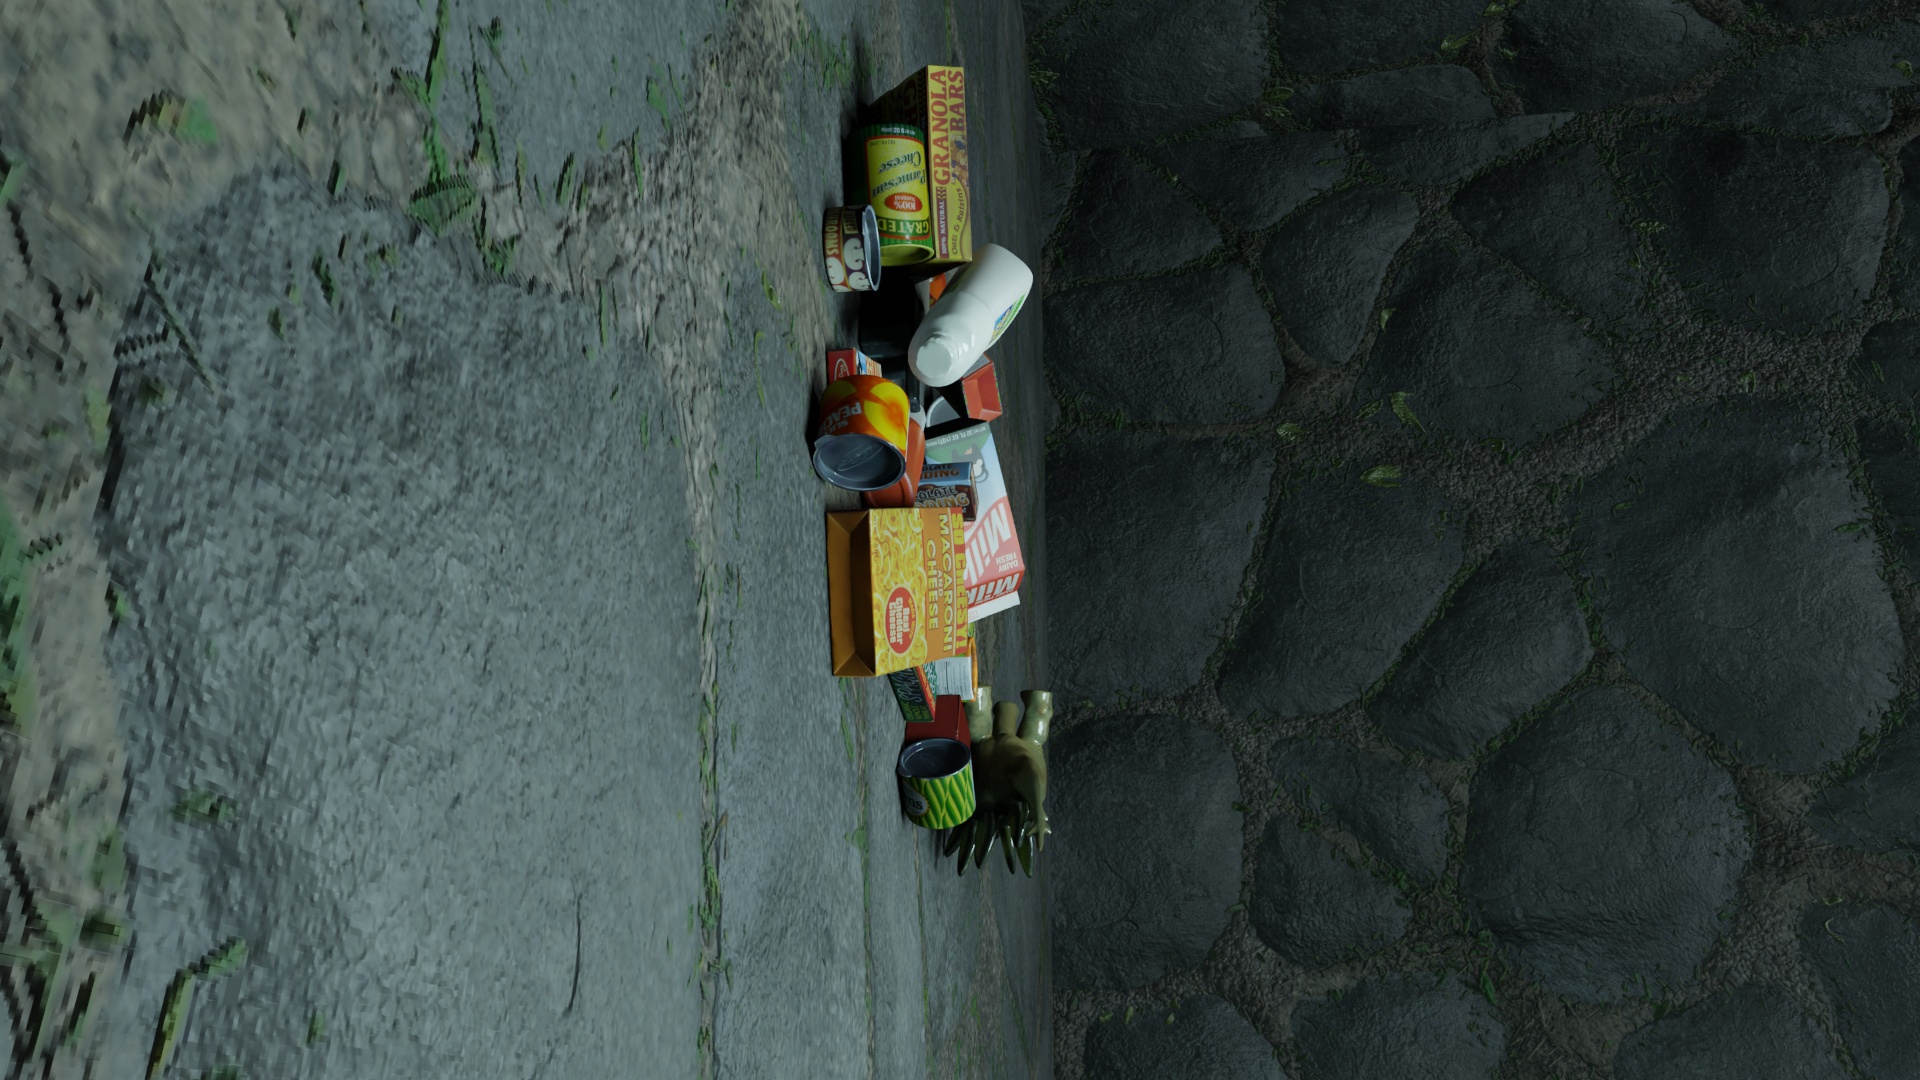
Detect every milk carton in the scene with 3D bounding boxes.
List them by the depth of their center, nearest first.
[{"bbox_3d":[0.005,-0.017,1.334,0.073,0.072,0.190,17,-56,67],"label":"milk carton"}]

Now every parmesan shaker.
[{"bbox_3d":[-0.062,-0.285,1.148,0.071,0.071,0.103,20,65,-82],"label":"parmesan shaker"}]

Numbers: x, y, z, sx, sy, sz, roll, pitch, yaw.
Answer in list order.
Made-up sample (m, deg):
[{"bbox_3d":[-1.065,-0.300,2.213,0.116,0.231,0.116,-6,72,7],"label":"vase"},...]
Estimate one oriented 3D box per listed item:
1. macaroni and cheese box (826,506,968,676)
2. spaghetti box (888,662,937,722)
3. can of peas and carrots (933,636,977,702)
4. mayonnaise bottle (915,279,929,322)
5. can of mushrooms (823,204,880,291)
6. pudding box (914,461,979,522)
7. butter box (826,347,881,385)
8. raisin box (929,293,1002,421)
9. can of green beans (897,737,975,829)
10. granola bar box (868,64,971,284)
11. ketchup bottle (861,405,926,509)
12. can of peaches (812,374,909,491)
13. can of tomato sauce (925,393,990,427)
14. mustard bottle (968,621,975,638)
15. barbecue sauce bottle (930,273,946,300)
[{"bbox_3d":[-0.045,0.036,1.082,0.167,0.040,0.123,-5,92,-65],"label":"macaroni and cheese box"},{"bbox_3d":[-0.053,0.085,1.222,0.248,0.029,0.050,76,14,-56],"label":"spaghetti box"},{"bbox_3d":[-0.015,0.128,1.386,0.071,0.059,0.071,-5,93,-83],"label":"can of peas and carrots"},{"bbox_3d":[-0.051,-0.233,1.314,0.064,0.041,0.148,66,24,-71],"label":"mayonnaise bottle"},{"bbox_3d":[-0.084,-0.228,1.077,0.071,0.033,0.071,-5,93,-83],"label":"can of mushrooms"},{"bbox_3d":[-0.028,-0.042,1.246,0.030,0.084,0.049,-84,169,-50],"label":"pudding box"},{"bbox_3d":[-0.081,-0.118,1.091,0.103,0.024,0.053,-1,88,-83],"label":"butter box"},{"bbox_3d":[-0.011,-0.179,1.363,0.124,0.040,0.085,51,-12,29],"label":"raisin box"},{"bbox_3d":[-0.021,0.223,1.276,0.071,0.071,0.057,-77,164,-64],"label":"can of green beans"},{"bbox_3d":[-0.037,-0.317,1.220,0.124,0.039,0.165,-2,-89,63],"label":"granola bar box"},{"bbox_3d":[-0.055,-0.077,1.206,0.149,0.043,0.064,-81,158,-60],"label":"ketchup bottle"},{"bbox_3d":[-0.072,-0.078,0.997,0.071,0.071,0.058,78,12,-54],"label":"can of peaches"},{"bbox_3d":[0.000,-0.140,1.555,0.083,0.071,0.071,-63,149,-75],"label":"can of tomato sauce"},{"bbox_3d":[-0.016,0.074,1.434,0.160,0.049,0.065,67,20,-70],"label":"mustard bottle"},{"bbox_3d":[-0.039,-0.303,1.414,0.147,0.044,0.065,80,10,-48],"label":"barbecue sauce bottle"}]
